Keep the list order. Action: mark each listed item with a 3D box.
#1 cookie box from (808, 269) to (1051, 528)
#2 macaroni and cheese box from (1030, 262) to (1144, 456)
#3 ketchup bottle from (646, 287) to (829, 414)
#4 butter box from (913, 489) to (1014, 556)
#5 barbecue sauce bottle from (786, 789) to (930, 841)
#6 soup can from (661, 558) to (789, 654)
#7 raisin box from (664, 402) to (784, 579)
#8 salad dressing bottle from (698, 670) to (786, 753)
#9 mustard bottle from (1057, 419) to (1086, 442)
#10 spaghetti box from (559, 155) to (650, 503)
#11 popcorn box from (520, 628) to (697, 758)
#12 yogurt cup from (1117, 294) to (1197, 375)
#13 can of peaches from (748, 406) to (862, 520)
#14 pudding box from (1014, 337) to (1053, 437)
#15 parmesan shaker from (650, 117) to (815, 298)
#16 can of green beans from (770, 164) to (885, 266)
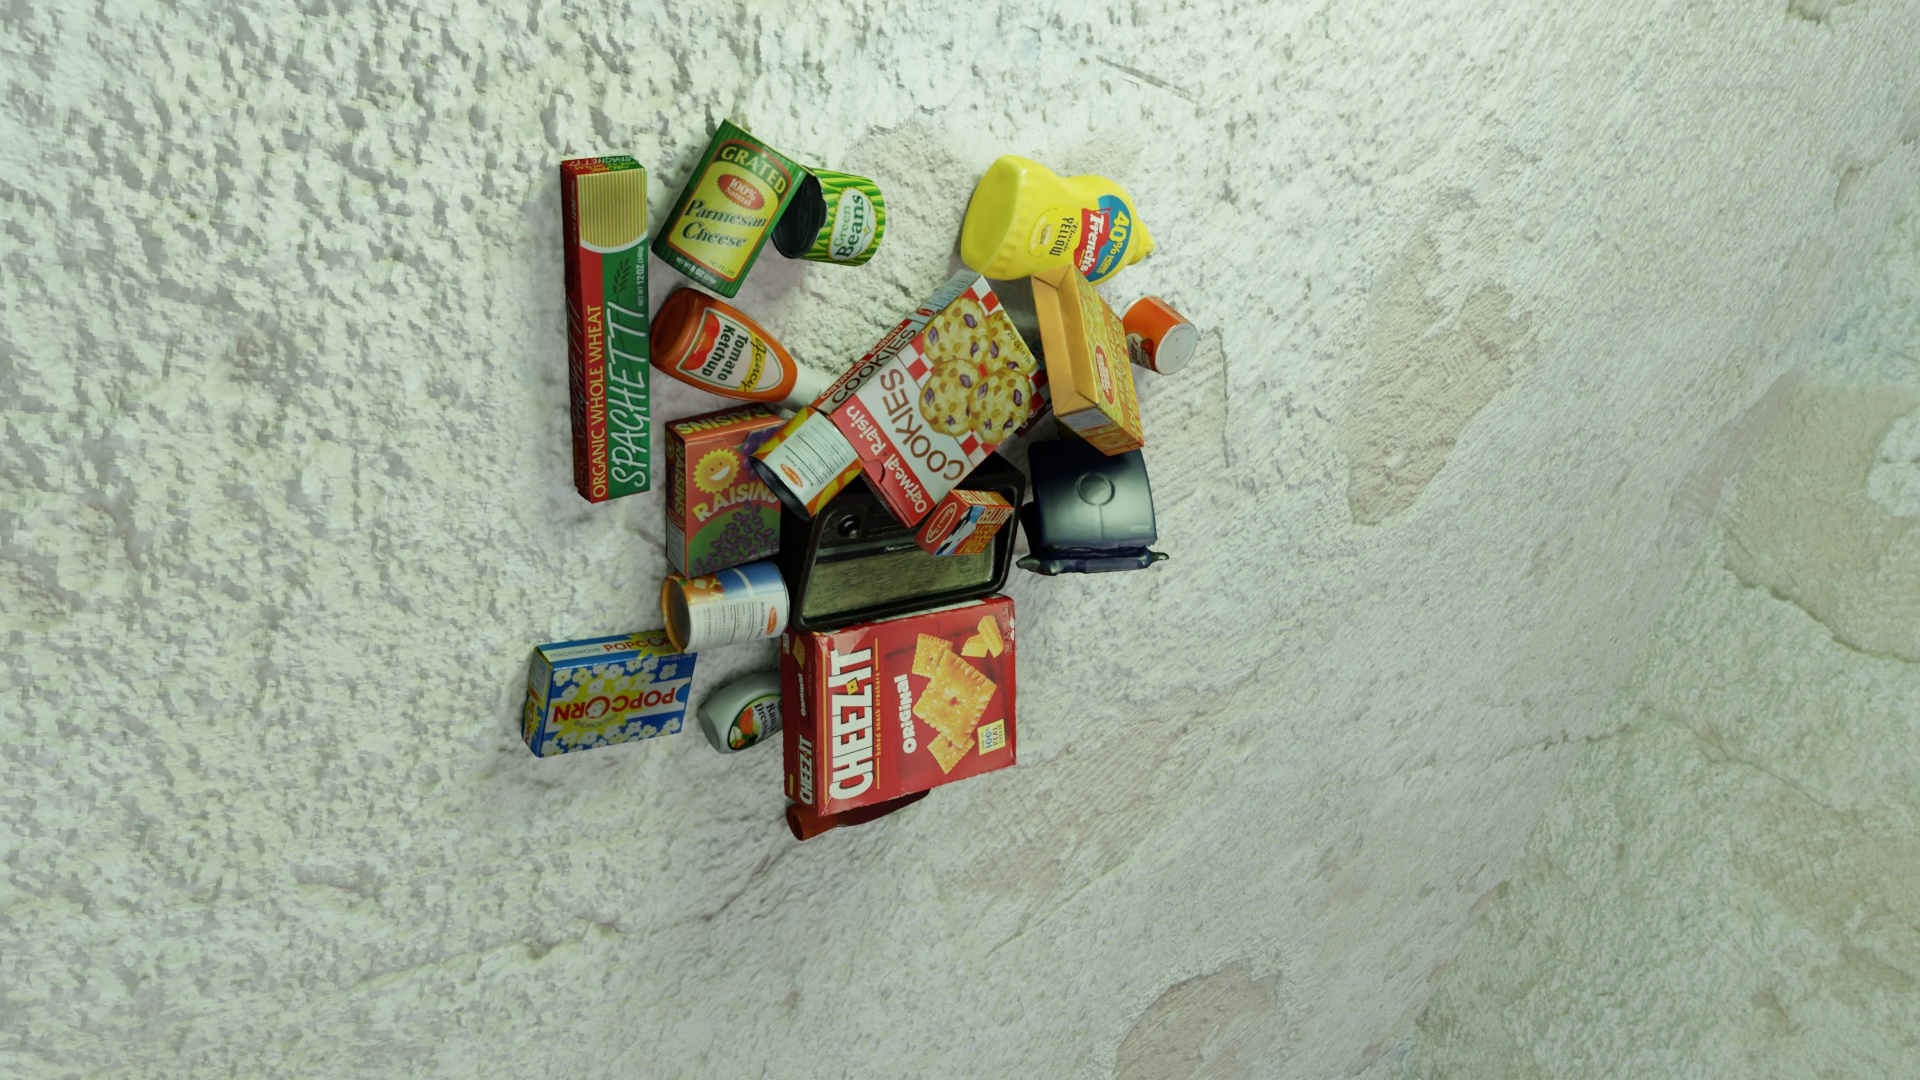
[{"bbox_3d":[-0.020,-0.111,1.093,0.168,0.040,0.122,-44,123,-13],"label":"cookie box"},{"bbox_3d":[0.110,-0.149,1.176,0.040,0.124,0.166,-12,168,18],"label":"macaroni and cheese box"},{"bbox_3d":[-0.160,-0.132,1.030,0.149,0.043,0.064,23,96,-49],"label":"ketchup bottle"},{"bbox_3d":[0.004,-0.014,1.139,0.053,0.024,0.103,-53,162,15],"label":"butter box"},{"bbox_3d":[-0.099,0.252,1.372,0.149,0.044,0.064,-19,130,-31],"label":"barbecue sauce bottle"},{"bbox_3d":[-0.192,0.051,1.121,0.084,0.071,0.071,-9,125,-32],"label":"soup can"},{"bbox_3d":[-0.184,-0.039,1.081,0.086,0.040,0.122,-16,128,-33],"label":"raisin box"},{"bbox_3d":[-0.157,0.137,1.232,0.148,0.044,0.064,-25,132,-28],"label":"salad dressing bottle"},{"bbox_3d":[0.132,-0.076,1.334,0.065,0.049,0.159,-30,135,-18],"label":"mustard bottle"},{"bbox_3d":[-0.243,-0.139,0.960,0.050,0.029,0.248,-16,129,-33],"label":"spaghetti box"},{"bbox_3d":[-0.281,0.121,1.112,0.127,0.038,0.084,-5,121,-40],"label":"popcorn box"},{"bbox_3d":[0.183,-0.189,1.293,0.073,0.054,0.072,-24,134,-28],"label":"yogurt cup"},{"bbox_3d":[-0.117,-0.058,1.049,0.058,0.071,0.071,-45,139,-13],"label":"can of peaches"},{"bbox_3d":[0.066,-0.140,1.241,0.084,0.030,0.049,-45,138,-7],"label":"pudding box"},{"bbox_3d":[-0.155,-0.224,0.946,0.071,0.071,0.103,22,103,-48],"label":"parmesan shaker"},{"bbox_3d":[-0.095,-0.232,0.997,0.058,0.071,0.071,-2,120,-42],"label":"can of green beans"}]
